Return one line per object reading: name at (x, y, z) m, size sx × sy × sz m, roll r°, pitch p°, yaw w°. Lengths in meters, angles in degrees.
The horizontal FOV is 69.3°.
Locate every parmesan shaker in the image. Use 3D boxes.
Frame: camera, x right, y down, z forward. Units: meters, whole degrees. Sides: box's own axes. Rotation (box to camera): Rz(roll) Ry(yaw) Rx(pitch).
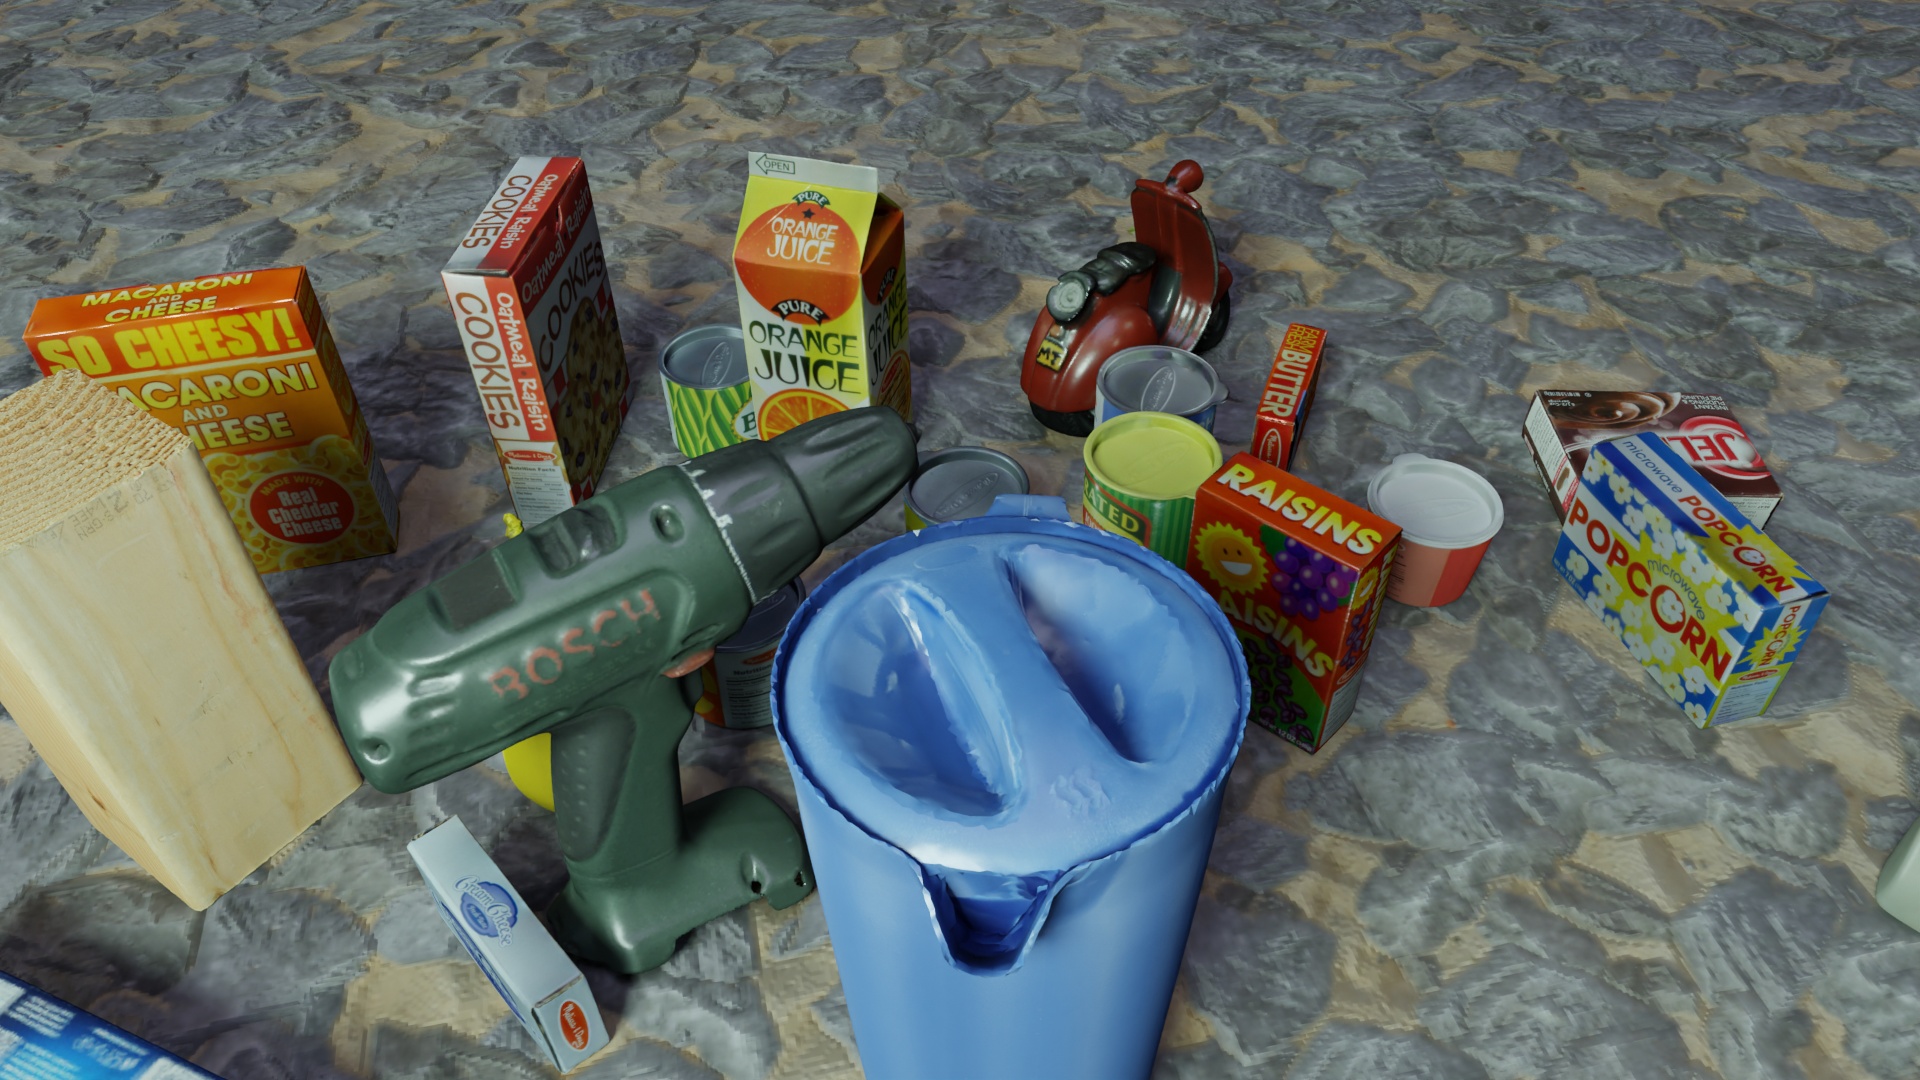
parmesan shaker at (0.095, -0.003, 0.699) m, size 0.071 × 0.102 × 0.072 m, roll -1°, pitch 42°, yaw 1°

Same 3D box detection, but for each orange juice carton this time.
orange juice carton at (-0.074, -0.123, 0.768) m, size 0.072 × 0.191 × 0.073 m, roll 10°, pitch 44°, yaw 12°

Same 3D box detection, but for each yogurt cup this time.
yogurt cup at (0.245, -0.002, 0.732) m, size 0.072 × 0.053 × 0.073 m, roll -1°, pitch 42°, yaw 1°

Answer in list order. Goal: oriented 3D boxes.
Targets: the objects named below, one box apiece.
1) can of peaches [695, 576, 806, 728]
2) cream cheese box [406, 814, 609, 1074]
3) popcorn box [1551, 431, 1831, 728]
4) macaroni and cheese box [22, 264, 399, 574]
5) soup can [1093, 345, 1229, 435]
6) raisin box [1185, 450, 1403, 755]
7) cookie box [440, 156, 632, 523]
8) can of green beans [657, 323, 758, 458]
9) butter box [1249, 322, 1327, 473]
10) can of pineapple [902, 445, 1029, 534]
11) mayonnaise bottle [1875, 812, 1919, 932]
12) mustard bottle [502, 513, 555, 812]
can of peaches at (-0.107, 0.048, 0.680) m, size 0.071 × 0.057 × 0.071 m, roll -1°, pitch 42°, yaw 1°
cream cheese box at (-0.183, 0.162, 0.560) m, size 0.024 × 0.053 × 0.104 m, roll -32°, pitch 51°, yaw -30°
popcorn box at (0.353, 0.017, 0.686) m, size 0.038 × 0.084 × 0.127 m, roll -12°, pitch 43°, yaw -12°
macaroni and cheese box at (-0.378, -0.056, 0.719) m, size 0.124 × 0.165 × 0.040 m, roll -10°, pitch 43°, yaw -10°
soup can at (0.109, -0.055, 0.770) m, size 0.071 × 0.083 × 0.072 m, roll -1°, pitch 42°, yaw 1°
raisin box at (0.149, 0.030, 0.648) m, size 0.086 × 0.122 × 0.040 m, roll 31°, pitch 51°, yaw 31°
cookie box at (-0.229, -0.111, 0.777) m, size 0.040 × 0.166 × 0.123 m, roll 3°, pitch 42°, yaw 4°
can of green beans at (-0.143, -0.087, 0.830) m, size 0.071 × 0.057 × 0.071 m, roll -1°, pitch 42°, yaw 1°
butter box at (0.192, -0.079, 0.818) m, size 0.024 × 0.052 × 0.104 m, roll 14°, pitch 44°, yaw 16°
can of pineapple at (0.003, -0.009, 0.741) m, size 0.071 × 0.057 × 0.071 m, roll -1°, pitch 42°, yaw 1°
mayonnaise bottle at (0.419, 0.097, 0.551) m, size 0.065 × 0.147 × 0.041 m, roll -31°, pitch 50°, yaw -29°
mustard bottle at (-0.175, 0.052, 0.602) m, size 0.049 × 0.159 × 0.066 m, roll 11°, pitch 44°, yaw 13°
